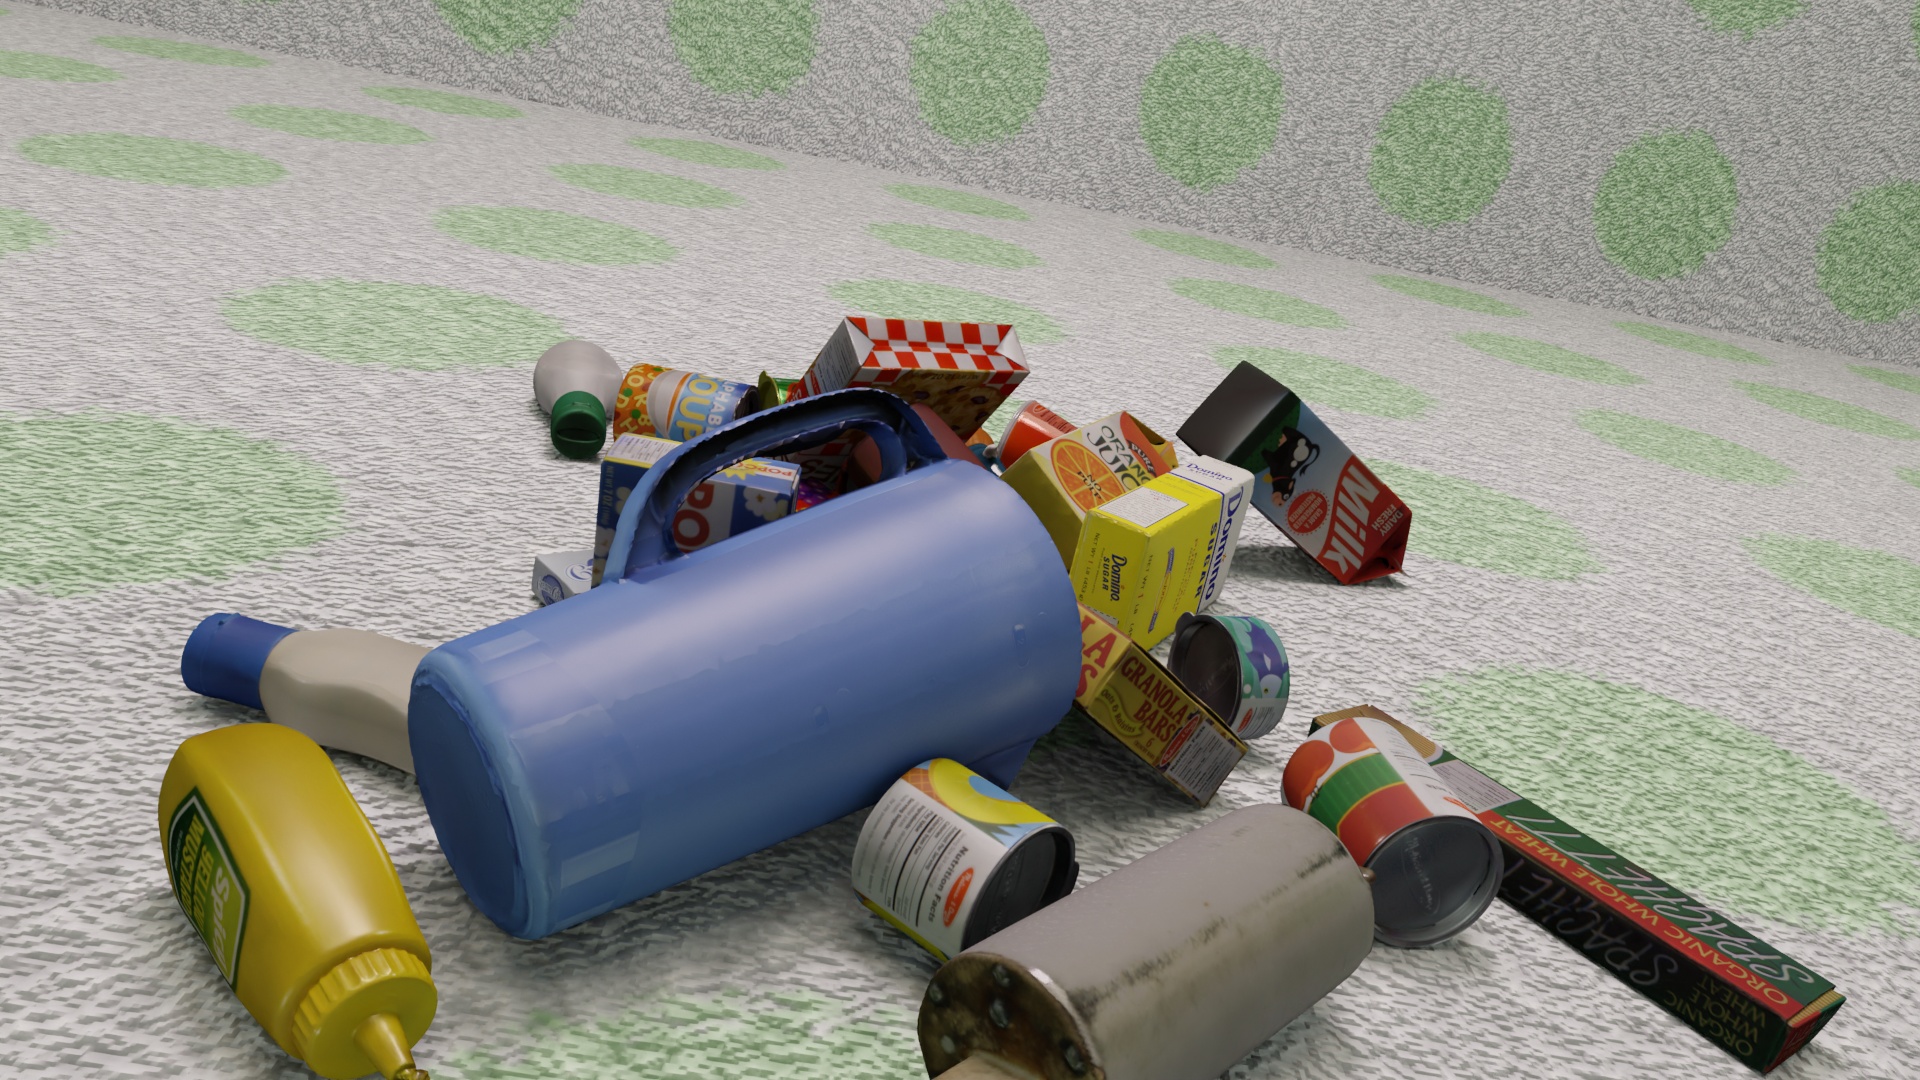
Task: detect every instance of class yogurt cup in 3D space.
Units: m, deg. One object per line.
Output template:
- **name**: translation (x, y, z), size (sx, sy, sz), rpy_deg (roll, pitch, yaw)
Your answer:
- **yogurt cup**: translation (0.062, -0.065, 1.039), size (0.054, 0.072, 0.073), rpy_deg (27, 25, 16)

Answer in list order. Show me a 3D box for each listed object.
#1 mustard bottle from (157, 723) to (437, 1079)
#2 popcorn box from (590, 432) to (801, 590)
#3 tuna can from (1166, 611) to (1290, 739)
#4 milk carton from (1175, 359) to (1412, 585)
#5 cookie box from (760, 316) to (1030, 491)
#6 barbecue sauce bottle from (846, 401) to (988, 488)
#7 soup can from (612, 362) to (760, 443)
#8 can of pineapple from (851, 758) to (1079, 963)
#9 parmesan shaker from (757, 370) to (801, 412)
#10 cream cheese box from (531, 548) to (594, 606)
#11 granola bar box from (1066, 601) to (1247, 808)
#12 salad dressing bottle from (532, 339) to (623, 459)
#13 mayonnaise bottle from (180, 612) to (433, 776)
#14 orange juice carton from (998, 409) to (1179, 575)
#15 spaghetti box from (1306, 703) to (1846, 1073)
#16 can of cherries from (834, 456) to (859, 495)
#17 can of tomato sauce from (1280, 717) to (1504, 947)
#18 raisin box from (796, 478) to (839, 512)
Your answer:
- **mustard bottle**: translation (-0.204, 0.120, 0.437), size (0.049, 0.065, 0.160), rpy_deg (-5, 30, -46)
- **popcorn box**: translation (-0.125, 0.019, 0.643), size (0.085, 0.126, 0.038), rpy_deg (10, 24, -3)
- **tuna can**: translation (0.139, 0.070, 0.729), size (0.033, 0.070, 0.071), rpy_deg (3, 23, -26)
- **milk carton**: translation (0.249, -0.036, 0.987), size (0.190, 0.073, 0.072), rpy_deg (38, 8, -29)
- **cookie box**: translation (-0.051, -0.077, 0.891), size (0.123, 0.166, 0.040), rpy_deg (-4, 64, -34)
- **barbecue sauce bottle**: translation (0.003, -0.010, 0.815), size (0.065, 0.043, 0.148), rpy_deg (-39, 80, -23)
- **soup can**: translation (-0.186, -0.083, 0.948), size (0.084, 0.071, 0.071), rpy_deg (12, 21, 4)
- **can of pineapple**: translation (0.002, 0.124, 0.527), size (0.058, 0.070, 0.071), rpy_deg (26, 25, 34)
- **parmesan shaker**: translation (-0.092, -0.085, 0.998), size (0.103, 0.071, 0.071), rpy_deg (0, 24, -26)
- **cream cheese box**: translation (-0.172, 0.023, 0.751), size (0.104, 0.024, 0.053), rpy_deg (-7, 26, -40)
- **granola bar box**: translation (0.049, 0.052, 0.682), size (0.166, 0.039, 0.124), rpy_deg (35, -4, 46)
- **salad dressing bottle**: translation (-0.272, -0.101, 0.989), size (0.064, 0.043, 0.148), rpy_deg (7, 23, -18)
- **mayonnaise bottle**: translation (-0.250, 0.065, 0.585), size (0.148, 0.041, 0.065), rpy_deg (13, 20, 8)
- **orange juice carton**: translation (0.084, -0.029, 0.913), size (0.073, 0.071, 0.193), rpy_deg (53, 31, 6)
- **spaghetti box**: translation (0.270, 0.150, 0.646), size (0.050, 0.028, 0.250), rpy_deg (-6, 27, -37)
- **can of cherries**: translation (-0.041, -0.023, 0.881), size (0.058, 0.071, 0.071), rpy_deg (-4, 26, -33)
- **can of tomato sauce**: translation (0.186, 0.128, 0.613), size (0.071, 0.071, 0.083), rpy_deg (6, 21, -14)
- **raisin box**: translation (-0.092, 0.004, 0.819), size (0.086, 0.040, 0.123), rpy_deg (-7, 27, -38)
